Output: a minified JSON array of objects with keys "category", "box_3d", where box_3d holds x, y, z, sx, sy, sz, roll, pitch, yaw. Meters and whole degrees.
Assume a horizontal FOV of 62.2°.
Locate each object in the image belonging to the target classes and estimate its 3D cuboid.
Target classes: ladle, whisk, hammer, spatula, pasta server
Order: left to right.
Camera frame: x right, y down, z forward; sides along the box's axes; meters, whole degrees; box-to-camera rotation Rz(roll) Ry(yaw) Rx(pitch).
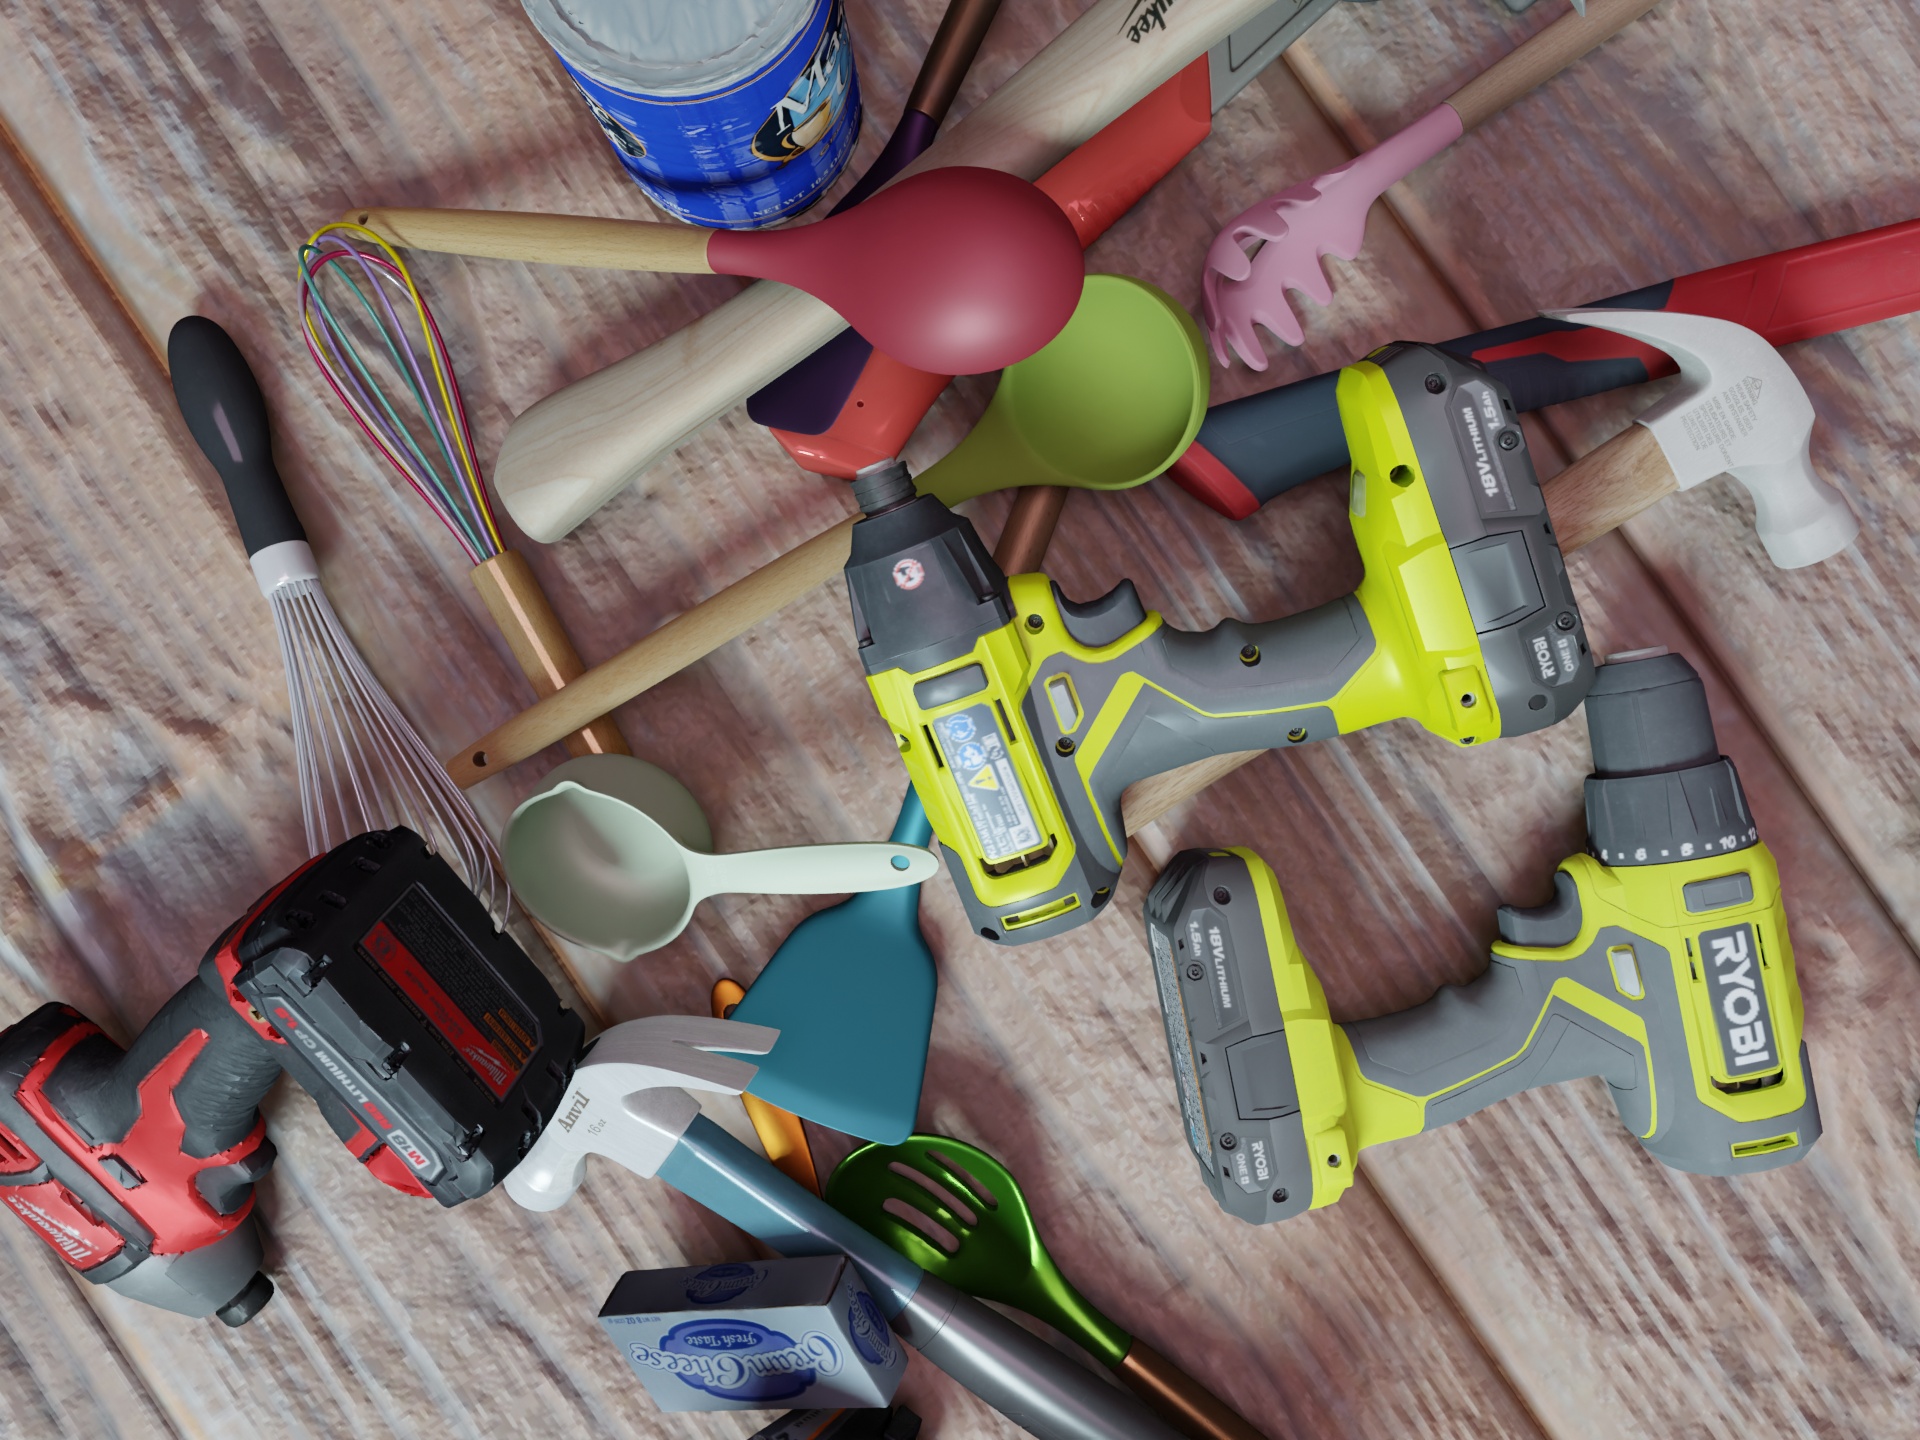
[{"category":"whisk","box_3d":[-0.248,-0.028,0.611,0.070,0.070,0.285,-24,83,0]},{"category":"whisk","box_3d":[-0.189,-0.082,0.615,0.047,0.051,0.245,-29,92,-5]},{"category":"ladle","box_3d":[-0.105,-0.169,0.563,0.315,0.031,0.069,12,87,27]},{"category":"ladle","box_3d":[-0.053,-0.060,0.583,0.320,0.062,0.078,-31,90,1]},{"category":"hammer","box_3d":[-0.010,0.220,0.585,0.331,0.033,0.128,34,124,-1]},{"category":"spatula","box_3d":[-0.007,-0.253,0.611,0.060,0.018,0.316,19,82,34]},{"category":"spatula","box_3d":[-0.001,-0.002,0.609,0.082,0.044,0.317,21,88,7]},{"category":"hammer","box_3d":[0.003,-0.179,0.549,0.410,0.038,0.146,-33,70,16]},{"category":"hammer","box_3d":[0.061,-0.231,0.616,0.359,0.036,0.149,-43,88,0]},{"category":"hammer","box_3d":[0.156,-0.037,0.592,0.331,0.031,0.130,-32,103,7]},{"category":"pasta server","box_3d":[0.216,-0.243,0.613,0.316,0.060,0.040,-35,57,-3]},{"category":"hammer","box_3d":[0.263,-0.164,0.610,0.386,0.038,0.143,-14,87,1]}]

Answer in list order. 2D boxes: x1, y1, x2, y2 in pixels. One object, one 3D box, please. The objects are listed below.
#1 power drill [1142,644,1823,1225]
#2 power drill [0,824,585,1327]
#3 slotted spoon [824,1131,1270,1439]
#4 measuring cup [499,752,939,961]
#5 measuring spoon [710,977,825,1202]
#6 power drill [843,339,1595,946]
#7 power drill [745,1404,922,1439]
[{"category":"power drill","box_3d":[0.190,0.083,0.589,0.228,0.080,0.190,-11,90,-2]},{"category":"power drill","box_3d":[-0.249,0.139,0.563,0.219,0.079,0.143,-28,108,24]},{"category":"slotted spoon","box_3d":[0.080,0.260,0.611,0.314,0.031,0.070,39,107,-1]},{"category":"measuring cup","box_3d":[-0.087,0.046,0.591,0.167,0.038,0.083,-2,121,12]},{"category":"measuring spoon","box_3d":[-0.073,0.156,0.622,0.021,0.011,0.117,-21,89,0]},{"category":"power drill","box_3d":[0.079,-0.036,0.539,0.223,0.080,0.171,-20,102,9]},{"category":"power drill","box_3d":[0.027,0.326,0.558,0.226,0.185,0.084,22,90,20]}]
